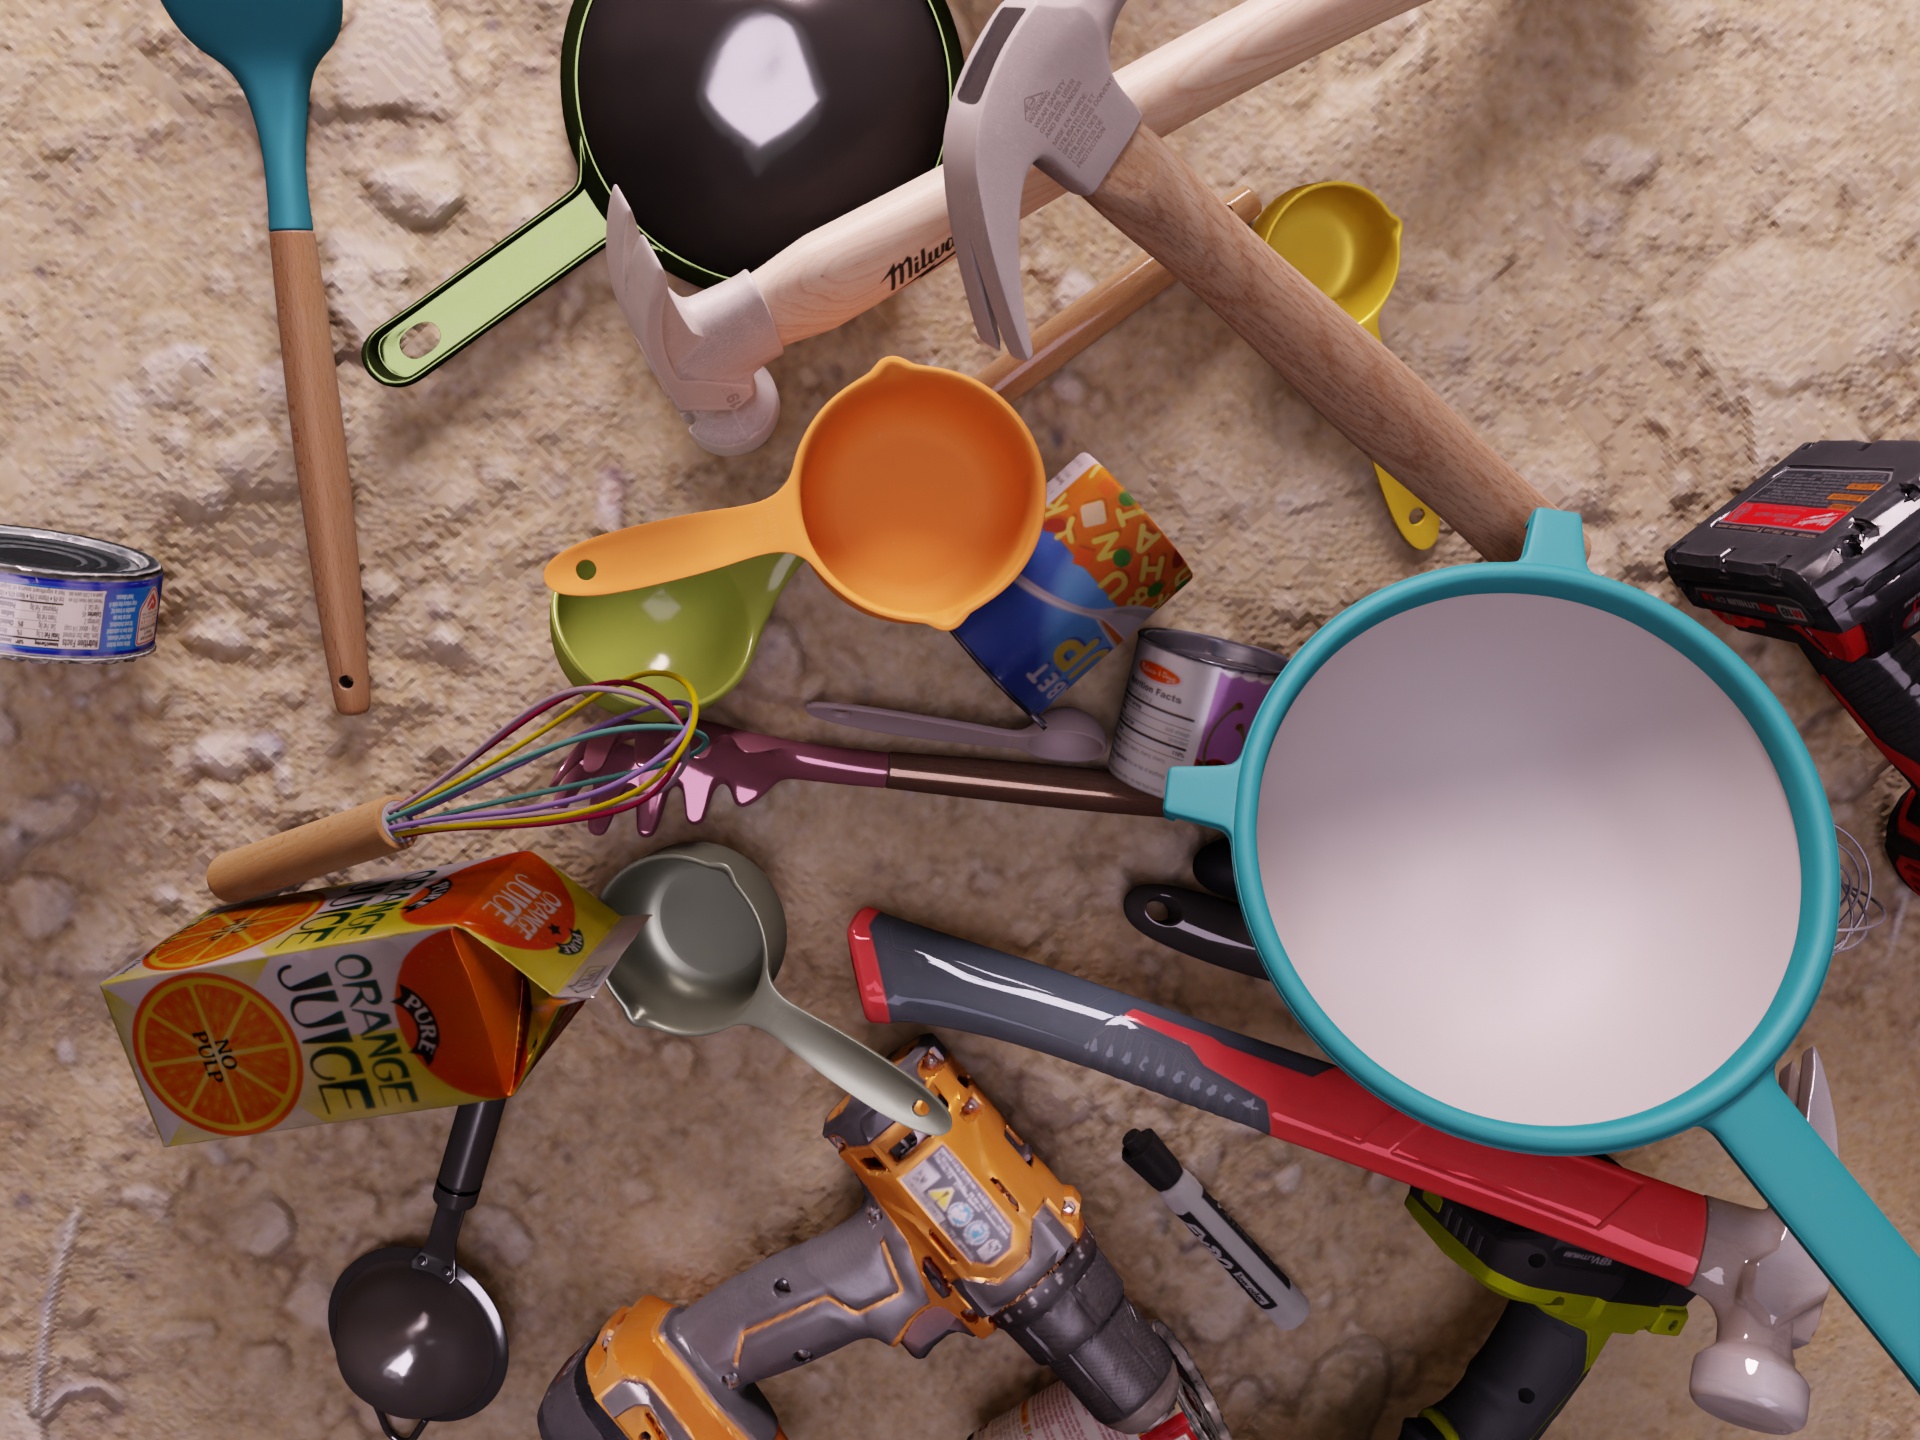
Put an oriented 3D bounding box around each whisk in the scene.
[{"bbox_3d":[0.181,0.117,0.679,0.239,0.055,0.055,20,102,-4],"label":"whisk"},{"bbox_3d":[-0.194,0.030,0.599,0.245,0.051,0.047,-17,82,25],"label":"whisk"},{"bbox_3d":[0.240,0.068,0.667,0.284,0.070,0.070,3,103,1],"label":"whisk"}]

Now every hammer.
[{"bbox_3d":[0.072,-0.222,0.547,0.410,0.146,0.038,-29,79,-3],"label":"hammer"},{"bbox_3d":[0.140,0.137,0.631,0.386,0.038,0.143,18,60,12],"label":"hammer"},{"bbox_3d":[0.125,-0.126,0.555,0.331,0.031,0.130,30,97,-35],"label":"hammer"}]

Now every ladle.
[{"bbox_3d":[-0.018,-0.108,0.606,0.320,0.062,0.078,-36,82,2],"label":"ladle"}]

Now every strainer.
[{"bbox_3d":[-0.114,-0.198,0.569,0.256,0.069,0.151,-34,104,3],"label":"strainer"},{"bbox_3d":[0.238,0.104,0.582,0.211,0.095,0.340,-34,78,-9],"label":"strainer"},{"bbox_3d":[-0.219,0.208,0.678,0.087,0.050,0.258,19,99,7],"label":"strainer"}]

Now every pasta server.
[{"bbox_3d":[-0.003,0.030,0.648,0.316,0.060,0.040,6,58,-7],"label":"pasta server"}]

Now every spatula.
[{"bbox_3d":[-0.248,-0.153,0.585,0.082,0.044,0.317,-4,105,-5],"label":"spatula"}]

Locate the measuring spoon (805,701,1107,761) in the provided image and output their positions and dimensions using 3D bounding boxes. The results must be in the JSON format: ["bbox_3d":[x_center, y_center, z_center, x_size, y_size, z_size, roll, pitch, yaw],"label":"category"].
[{"bbox_3d":[-0.001,-0.002,0.650,0.124,0.034,0.018,8,68,-1],"label":"measuring spoon"}]

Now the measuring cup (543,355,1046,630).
[{"bbox_3d":[-0.057,-0.068,0.562,0.173,0.052,0.095,-13,92,-4],"label":"measuring cup"}]

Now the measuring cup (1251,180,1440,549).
[{"bbox_3d":[0.157,-0.137,0.629,0.062,0.029,0.156,-29,116,-3],"label":"measuring cup"}]

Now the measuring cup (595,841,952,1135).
[{"bbox_3d":[-0.070,0.111,0.644,0.167,0.038,0.083,34,108,4],"label":"measuring cup"}]

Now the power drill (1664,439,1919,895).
[{"bbox_3d":[0.385,0.001,0.614,0.078,0.143,0.219,-38,101,3],"label":"power drill"}]

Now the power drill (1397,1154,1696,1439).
[{"bbox_3d":[0.208,0.294,0.684,0.190,0.080,0.228,17,102,-29],"label":"power drill"}]

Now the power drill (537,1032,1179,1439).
[{"bbox_3d":[-0.038,0.270,0.669,0.226,0.084,0.185,-41,89,4],"label":"power drill"}]
